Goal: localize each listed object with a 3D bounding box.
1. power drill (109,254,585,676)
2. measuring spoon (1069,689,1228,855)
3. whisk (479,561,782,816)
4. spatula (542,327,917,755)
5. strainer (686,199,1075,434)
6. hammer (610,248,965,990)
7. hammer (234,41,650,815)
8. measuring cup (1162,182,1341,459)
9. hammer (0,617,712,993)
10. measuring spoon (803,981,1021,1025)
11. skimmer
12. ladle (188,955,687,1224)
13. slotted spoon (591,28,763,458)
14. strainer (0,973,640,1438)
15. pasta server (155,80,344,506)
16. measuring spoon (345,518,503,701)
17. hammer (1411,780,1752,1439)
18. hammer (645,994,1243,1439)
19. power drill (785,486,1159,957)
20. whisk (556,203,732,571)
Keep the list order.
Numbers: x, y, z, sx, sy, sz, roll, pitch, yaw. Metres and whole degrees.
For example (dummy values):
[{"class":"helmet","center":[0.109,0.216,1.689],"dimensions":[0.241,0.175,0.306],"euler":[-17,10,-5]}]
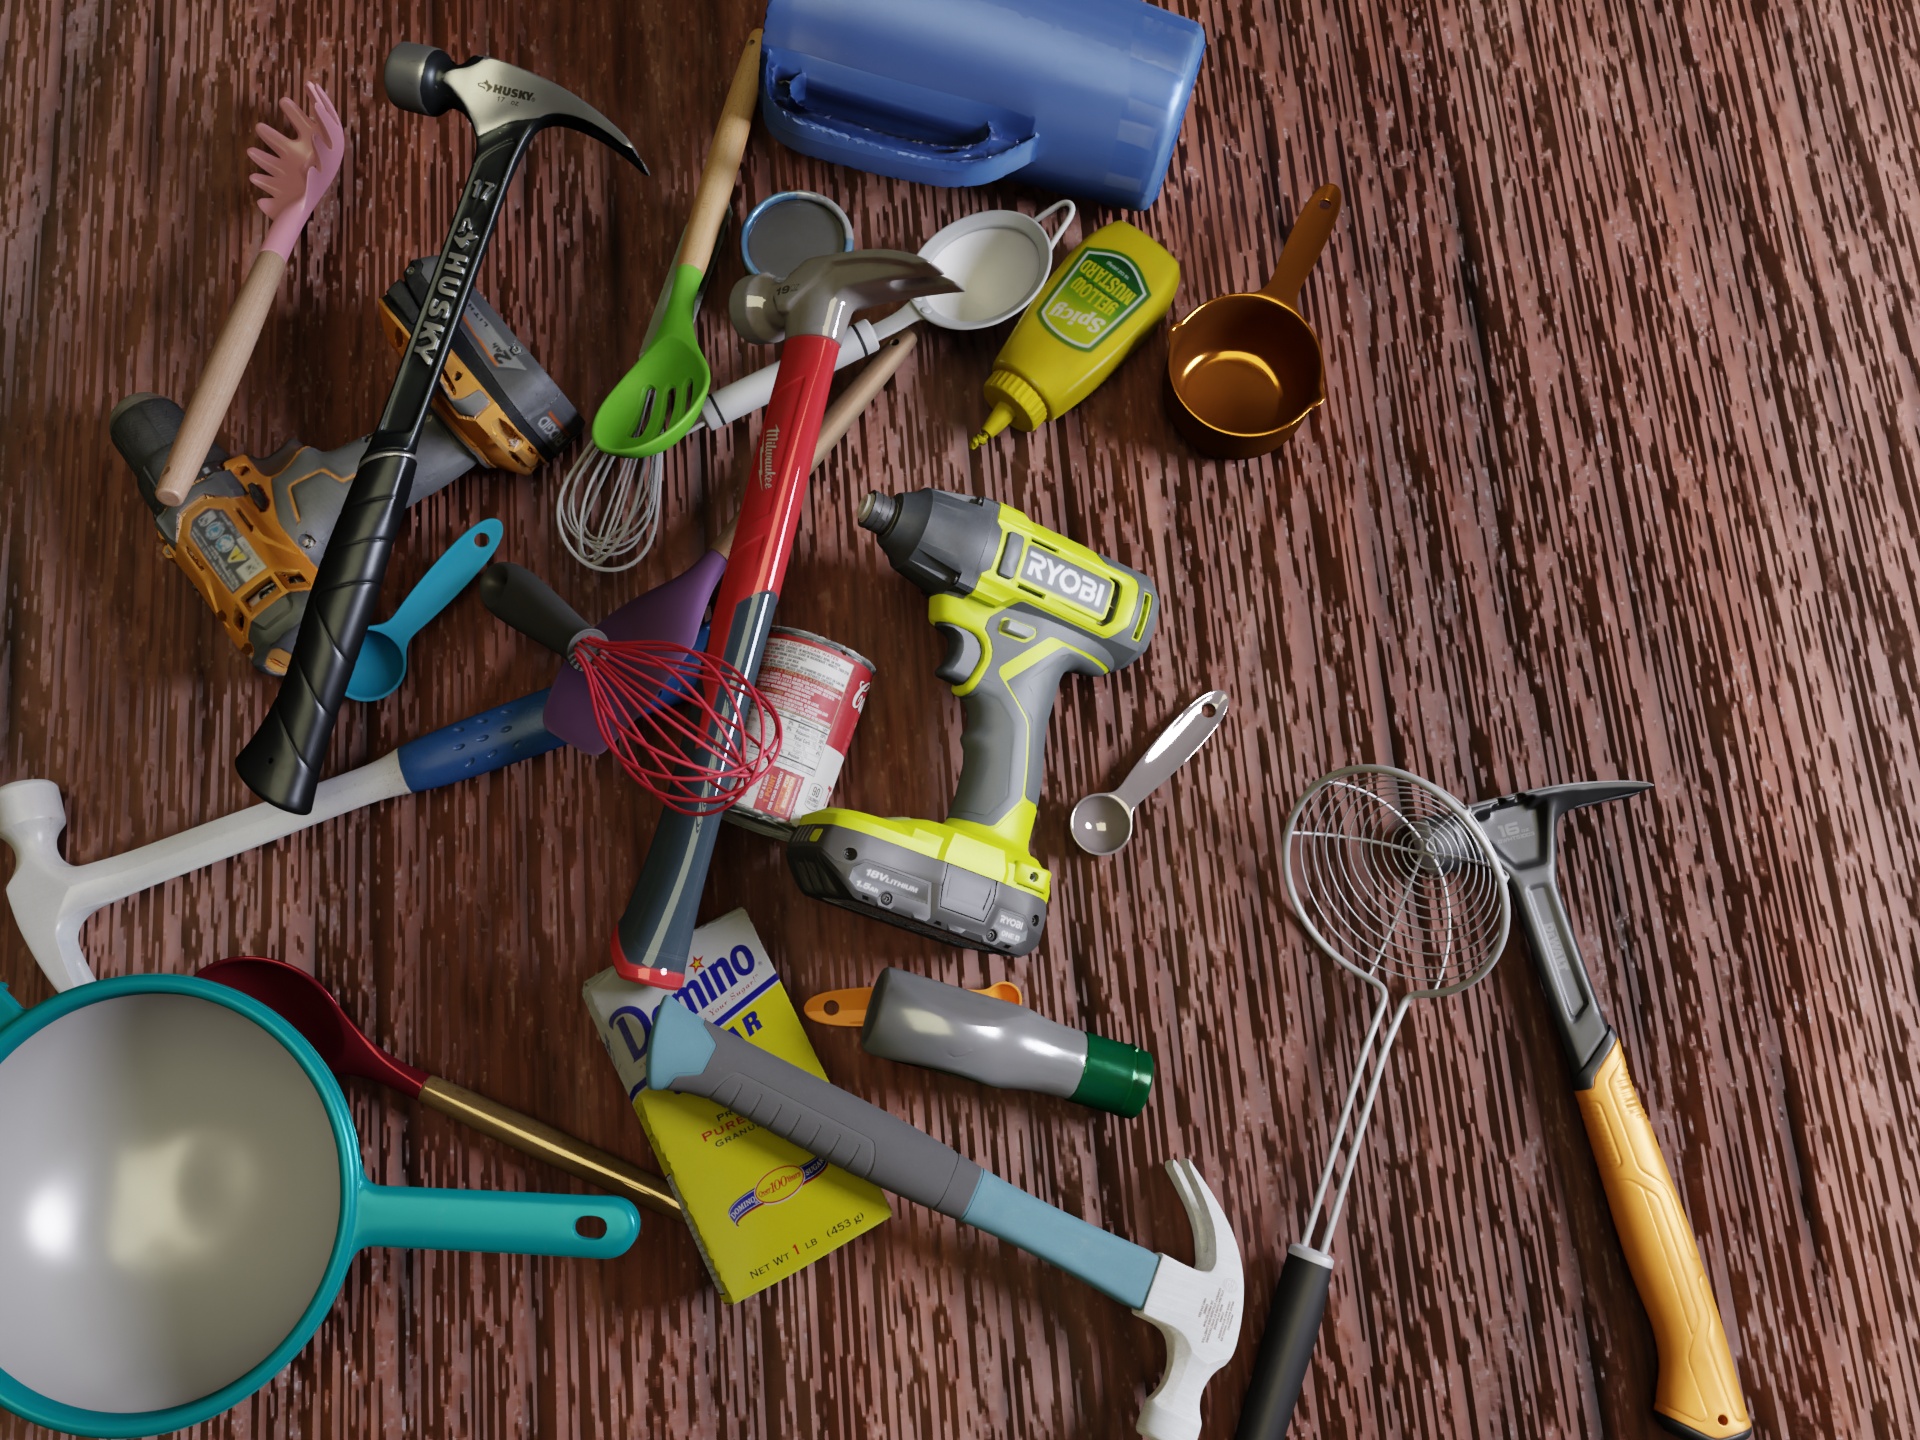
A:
[{"class":"power drill","center":[-0.351,-0.160,0.892],"dimensions":[0.226,0.084,0.185],"euler":[-40,78,-4]},{"class":"measuring spoon","center":[0.106,0.028,0.880],"dimensions":[0.034,0.018,0.124],"euler":[44,73,3]},{"class":"whisk","center":[-0.179,-0.028,0.798],"dimensions":[0.073,0.073,0.296],"euler":[-48,43,-10]},{"class":"spatula","center":[-0.121,-0.110,0.886],"dimensions":[0.060,0.018,0.316],"euler":[29,69,22]},{"class":"strainer","center":[-0.047,-0.221,0.906],"dimensions":[0.258,0.050,0.087],"euler":[-27,58,-4]},{"class":"hammer","center":[-0.099,-0.055,0.805],"dimensions":[0.143,0.038,0.386],"euler":[4,77,39]},{"class":"hammer","center":[-0.286,-0.150,0.826],"dimensions":[0.149,0.036,0.409],"euler":[16,84,9]},{"class":"measuring cup","center":[0.178,-0.230,0.921],"dimensions":[0.095,0.052,0.174],"euler":[26,76,6]},{"class":"hammer","center":[-0.310,0.037,0.864],"dimensions":[0.405,0.035,0.144],"euler":[-21,77,-5]},{"class":"measuring spoon","center":[-0.025,0.151,0.851],"dimensions":[0.117,0.011,0.021],"euler":[-3,91,2]},{"class":"skimmer","center":[0.180,0.205,0.796],"dimensions":[0.127,0.090,0.363],"euler":[11,77,42]},{"class":"ladle","center":[-0.255,0.201,0.827],"dimensions":[0.315,0.031,0.069],"euler":[24,106,3]},{"class":"slotted spoon","center":[-0.147,-0.277,0.911],"dimensions":[0.070,0.031,0.314],"euler":[-1,64,26]},{"class":"strainer","center":[-0.324,0.236,0.787],"dimensions":[0.340,0.095,0.211],"euler":[4,81,-1]},{"class":"pasta server","center":[-0.394,-0.242,0.878],"dimensions":[0.060,0.040,0.317],"euler":[-19,50,26]},{"class":"measuring spoon","center":[-0.304,-0.065,0.892],"dimensions":[0.128,0.021,0.042],"euler":[-50,118,-10]},{"class":"hammer","center":[0.345,0.198,0.827],"dimensions":[0.127,0.034,0.337],"euler":[-13,77,-2]},{"class":"hammer","center":[-0.008,0.229,0.786],"dimensions":[0.331,0.033,0.128],"euler":[28,68,-5]},{"class":"power drill","center":[-0.001,-0.003,0.830],"dimensions":[0.171,0.080,0.223],"euler":[22,76,-22]},{"class":"whisk","center":[-0.176,-0.199,0.920],"dimensions":[0.059,0.058,0.246],"euler":[25,71,-30]}]
